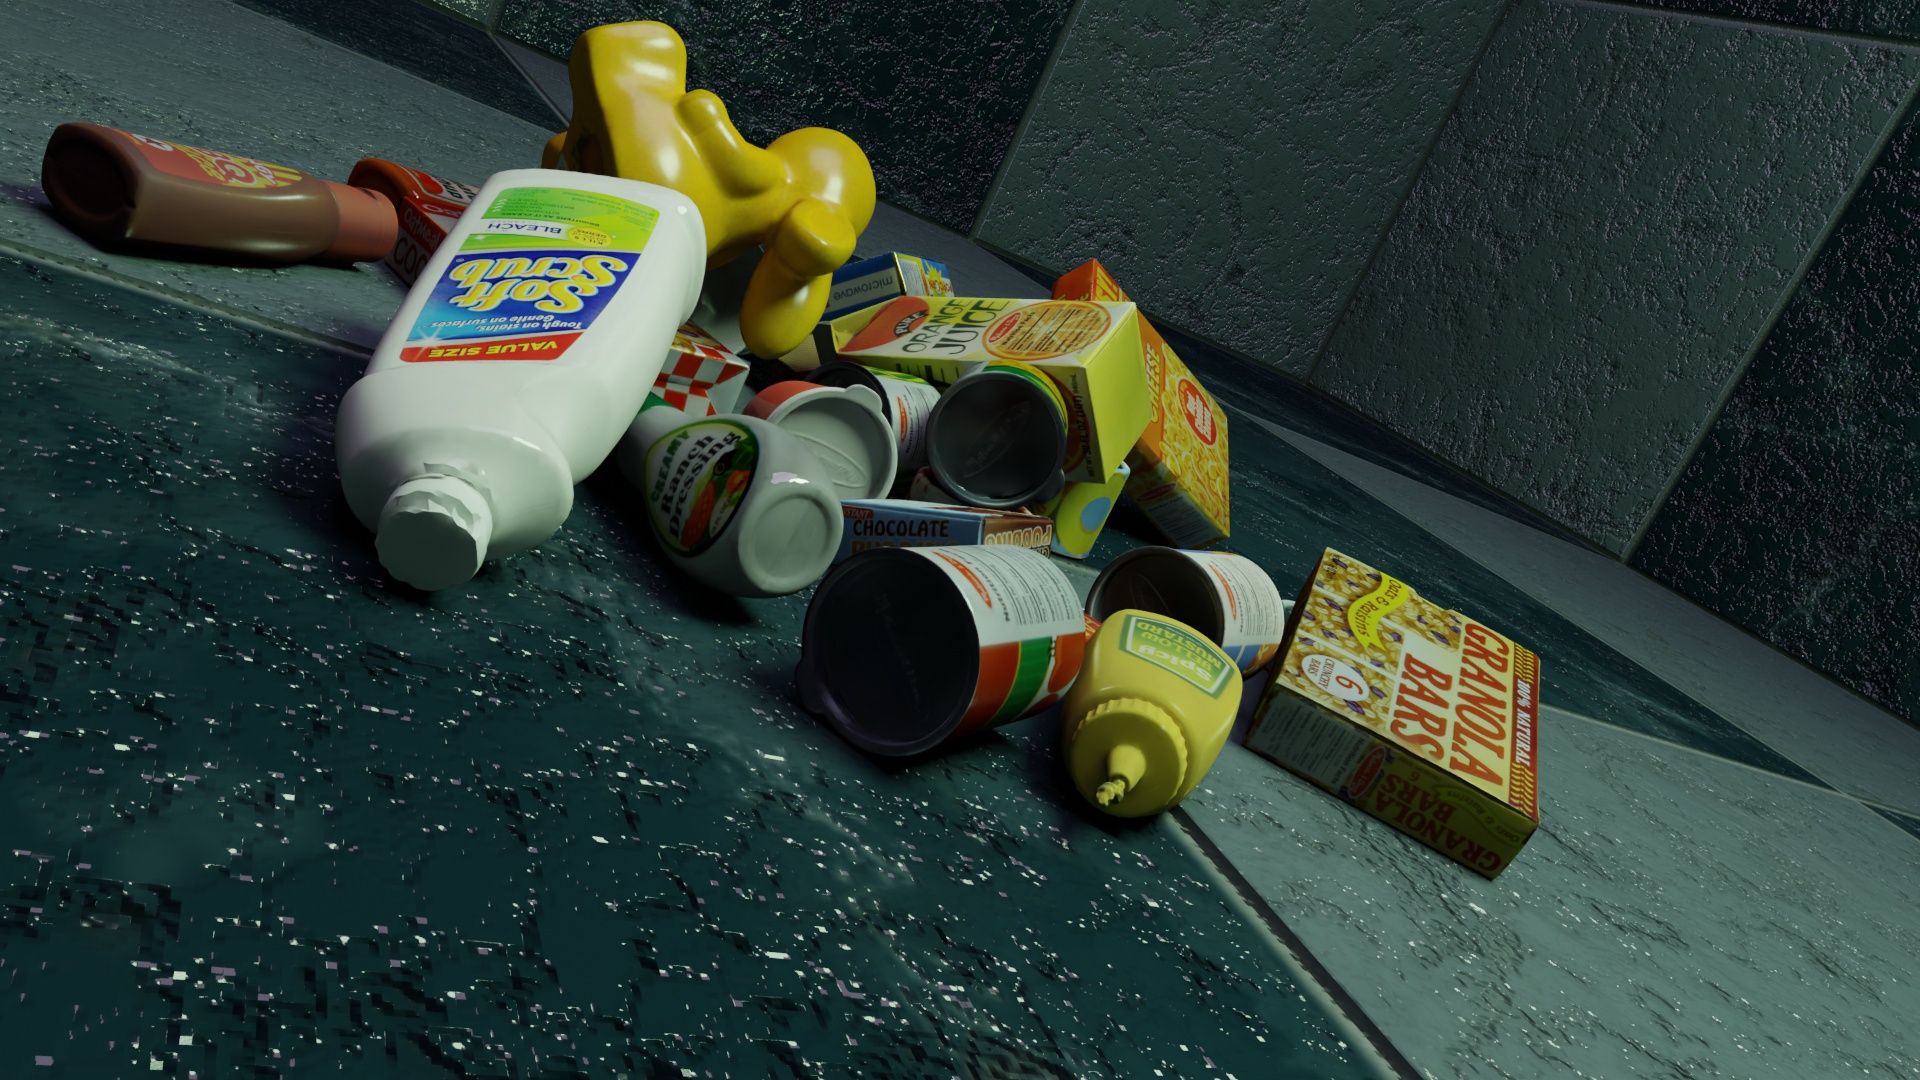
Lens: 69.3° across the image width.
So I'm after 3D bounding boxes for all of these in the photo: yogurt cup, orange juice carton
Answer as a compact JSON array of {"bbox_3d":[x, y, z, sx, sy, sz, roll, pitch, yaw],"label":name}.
[{"bbox_3d":[-0.069,-0.041,0.631,0.072,0.072,0.054,17,9,-29],"label":"yogurt cup"},{"bbox_3d":[0.002,-0.087,0.769,0.192,0.071,0.073,7,38,29],"label":"orange juice carton"}]

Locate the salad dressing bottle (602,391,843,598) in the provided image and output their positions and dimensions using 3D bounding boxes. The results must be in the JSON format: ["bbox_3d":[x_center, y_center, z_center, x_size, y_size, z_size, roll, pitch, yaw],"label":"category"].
[{"bbox_3d":[-0.102,-0.025,0.537,0.044,0.064,0.148,29,0,-42],"label":"salad dressing bottle"}]

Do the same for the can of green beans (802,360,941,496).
[{"bbox_3d":[-0.046,-0.056,0.712,0.071,0.071,0.058,33,16,27],"label":"can of green beans"}]

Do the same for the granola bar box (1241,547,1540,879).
[{"bbox_3d":[0.214,0.074,0.671,0.124,0.039,0.166,28,29,10],"label":"granola bar box"}]

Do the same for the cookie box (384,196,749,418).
[{"bbox_3d":[-0.206,-0.120,0.719,0.123,0.040,0.168,8,23,-47],"label":"cookie box"}]

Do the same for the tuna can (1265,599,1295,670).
[{"bbox_3d":[0.199,0.063,0.770,0.071,0.032,0.071,24,14,-6],"label":"tuna can"}]

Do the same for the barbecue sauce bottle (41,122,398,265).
[{"bbox_3d":[-0.323,-0.151,0.627,0.065,0.043,0.149,29,15,18],"label":"barbecue sauce bottle"}]

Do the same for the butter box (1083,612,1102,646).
[{"bbox_3d":[0.021,0.040,0.575,0.053,0.024,0.104,31,16,24],"label":"butter box"}]

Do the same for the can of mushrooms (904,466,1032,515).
[{"bbox_3d":[0.002,-0.009,0.694,0.071,0.033,0.071,23,15,-6],"label":"can of mushrooms"}]

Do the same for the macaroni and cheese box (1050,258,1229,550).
[{"bbox_3d":[0.119,-0.087,0.923,0.166,0.040,0.124,43,37,-31],"label":"macaroni and cheese box"}]

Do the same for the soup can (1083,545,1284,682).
[{"bbox_3d":[0.102,0.038,0.639,0.071,0.071,0.084,33,14,28],"label":"soup can"}]

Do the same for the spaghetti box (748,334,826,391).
[{"bbox_3d":[-0.018,-0.119,0.903,0.251,0.028,0.050,-13,37,-38],"label":"spaghetti box"}]

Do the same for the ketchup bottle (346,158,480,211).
[{"bbox_3d":[-0.277,-0.182,0.812,0.065,0.043,0.149,33,16,27],"label":"ketchup bottle"}]

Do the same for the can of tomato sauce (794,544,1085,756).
[{"bbox_3d":[-0.005,0.036,0.474,0.071,0.071,0.083,32,16,25],"label":"can of tomato sauce"}]

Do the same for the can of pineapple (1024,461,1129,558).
[{"bbox_3d":[0.056,-0.030,0.806,0.071,0.057,0.071,24,15,-7],"label":"can of pineapple"}]

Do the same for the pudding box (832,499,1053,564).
[{"bbox_3d":[-0.009,0.000,0.592,0.083,0.030,0.050,7,4,38],"label":"pudding box"}]

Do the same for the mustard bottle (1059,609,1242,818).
[{"bbox_3d":[0.068,0.067,0.511,0.065,0.048,0.160,26,15,8],"label":"mustard bottle"}]

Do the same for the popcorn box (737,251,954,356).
[{"bbox_3d":[-0.077,-0.153,0.913,0.126,0.038,0.085,-12,2,22],"label":"popcorn box"}]

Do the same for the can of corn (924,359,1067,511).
[{"bbox_3d":[0.021,-0.051,0.672,0.071,0.071,0.058,25,15,-1],"label":"can of corn"}]
